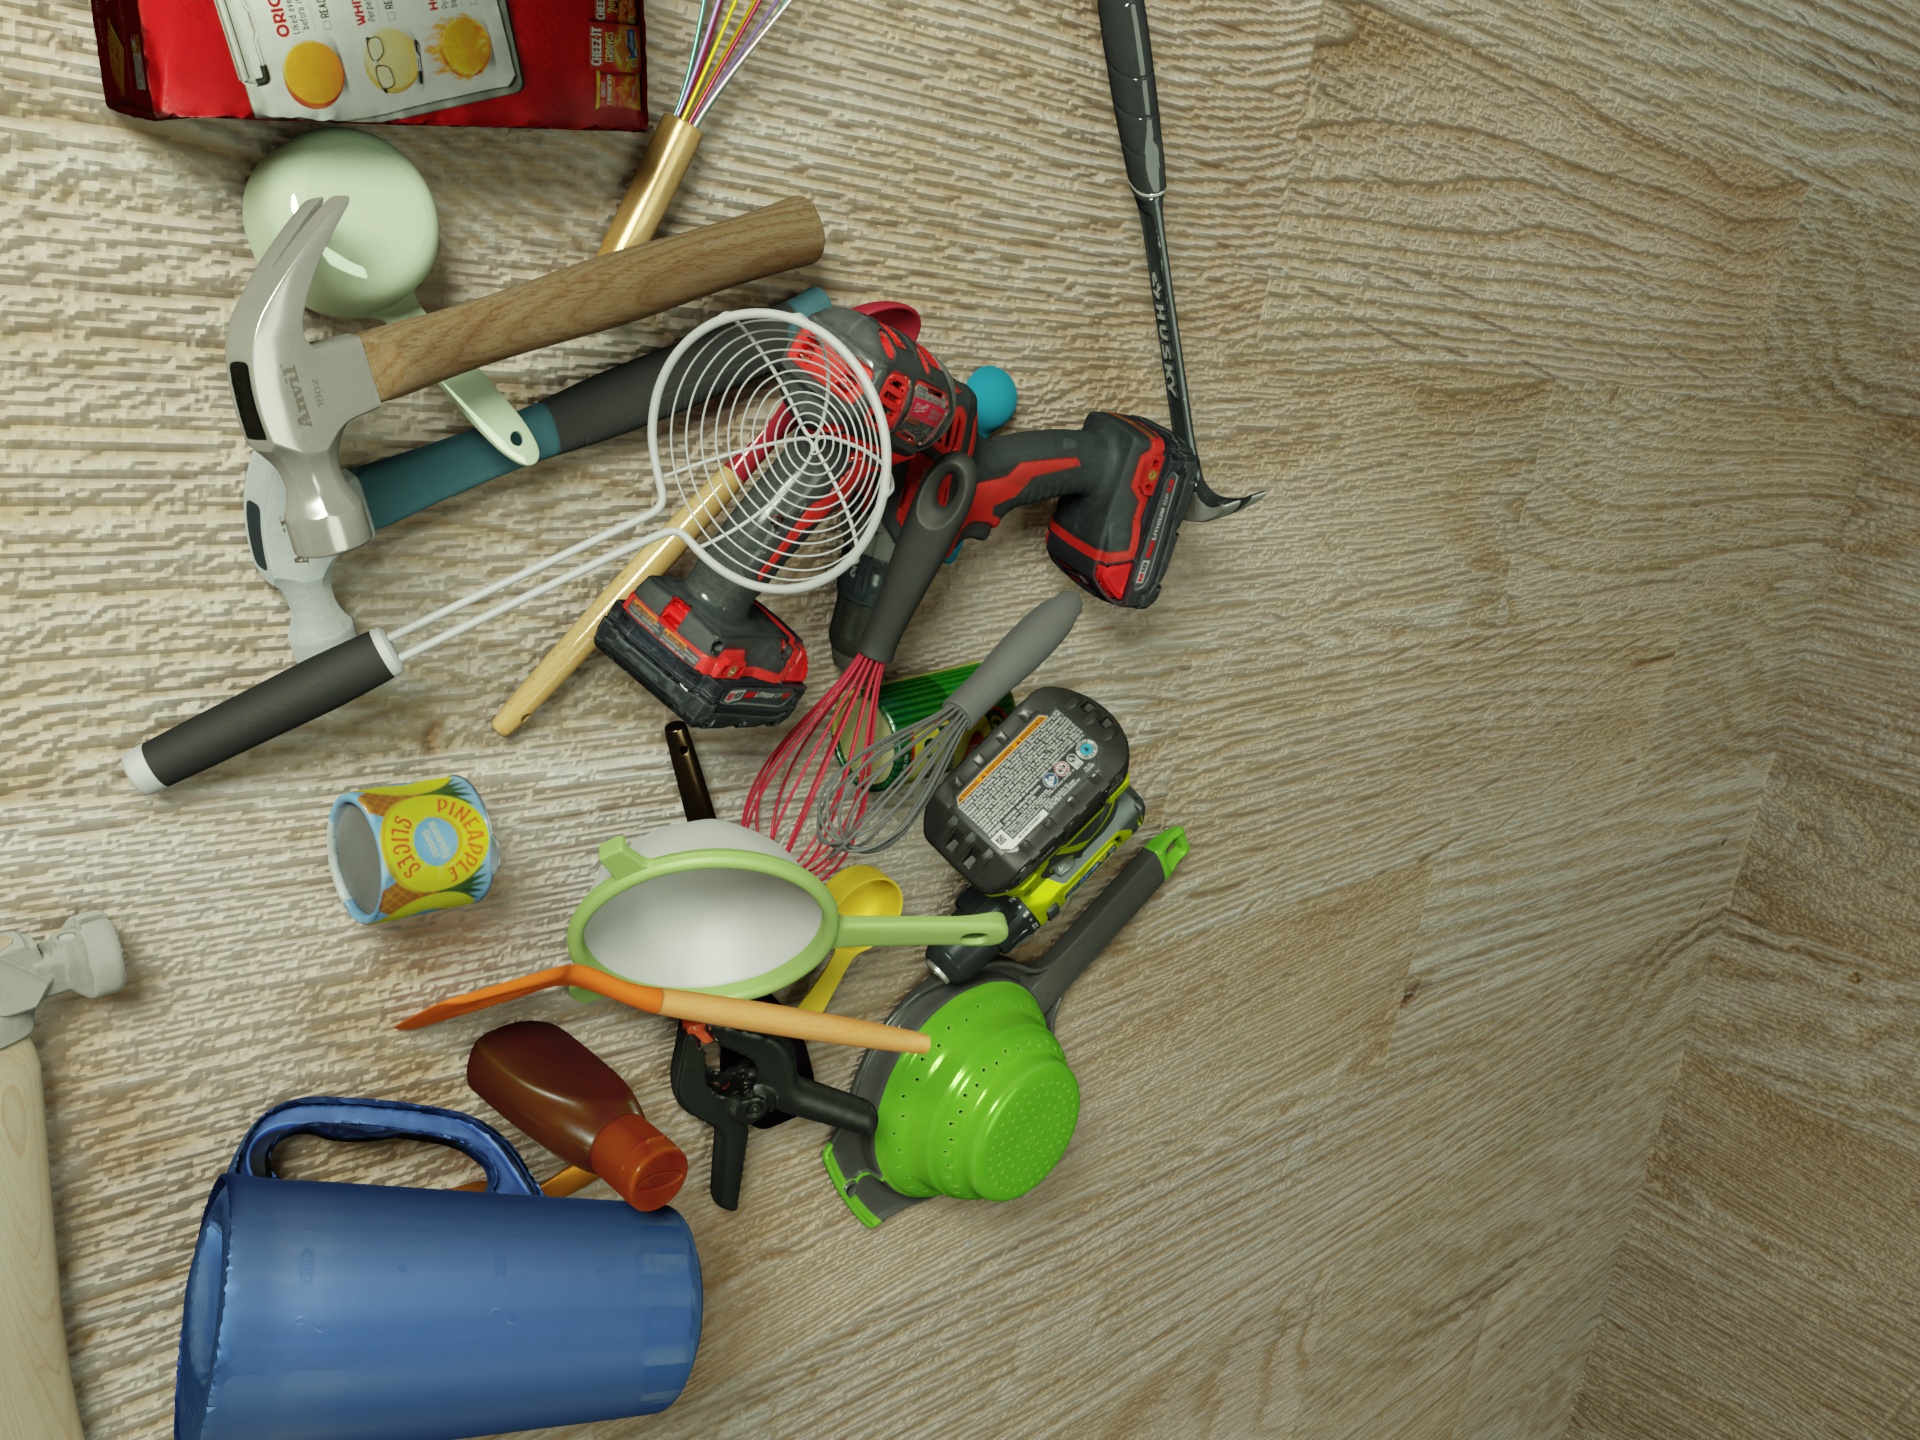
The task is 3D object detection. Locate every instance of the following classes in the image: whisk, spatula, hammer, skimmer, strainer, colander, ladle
[{"bbox_3d":[-0.128,-0.314,0.780,0.051,0.047,0.245,25,93,-34],"label":"whisk"},{"bbox_3d":[-0.152,0.173,0.907,0.322,0.081,0.041,17,62,-32],"label":"spatula"},{"bbox_3d":[0.120,-0.314,0.990,0.036,0.149,0.408,-20,116,-13],"label":"hammer"},{"bbox_3d":[-0.202,-0.060,0.698,0.363,0.090,0.127,-27,94,-8],"label":"skimmer"},{"bbox_3d":[-0.442,0.289,0.733,0.146,0.038,0.410,-16,119,-40],"label":"hammer"},{"bbox_3d":[-0.194,-0.149,0.793,0.331,0.033,0.128,-31,129,-33],"label":"hammer"},{"bbox_3d":[-0.098,0.100,0.923,0.256,0.069,0.151,3,138,-20],"label":"strainer"},{"bbox_3d":[-0.142,0.137,0.986,0.060,0.018,0.315,-19,122,-16],"label":"spatula"},{"bbox_3d":[-0.001,-0.002,0.930,0.239,0.055,0.055,-45,135,-29],"label":"whisk"},{"bbox_3d":[-0.057,-0.023,0.929,0.073,0.073,0.295,2,121,-47],"label":"whisk"},{"bbox_3d":[0.074,0.230,1.197,0.397,0.095,0.204,-44,134,-23],"label":"colander"},{"bbox_3d":[-0.177,-0.192,0.721,0.331,0.031,0.130,-36,126,-44],"label":"hammer"},{"bbox_3d":[-0.137,-0.111,0.847,0.315,0.031,0.069,-48,161,-6],"label":"ladle"}]

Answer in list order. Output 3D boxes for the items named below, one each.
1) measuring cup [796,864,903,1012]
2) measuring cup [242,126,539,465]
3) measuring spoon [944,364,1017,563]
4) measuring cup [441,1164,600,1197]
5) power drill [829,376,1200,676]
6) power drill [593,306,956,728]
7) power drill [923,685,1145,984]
[{"bbox_3d":[-0.093,0.163,1.053,0.062,0.029,0.156,21,104,-46],"label":"measuring cup"},{"bbox_3d":[-0.234,-0.180,0.693,0.167,0.038,0.083,52,55,-25],"label":"measuring cup"},{"bbox_3d":[0.012,-0.160,1.009,0.042,0.021,0.128,1,108,-47],"label":"measuring spoon"},{"bbox_3d":[-0.242,0.298,0.929,0.173,0.052,0.095,-28,126,-33],"label":"measuring cup"},{"bbox_3d":[0.024,-0.115,0.989,0.226,0.080,0.187,-1,117,-36],"label":"power drill"},{"bbox_3d":[-0.083,-0.105,0.831,0.219,0.078,0.143,-55,164,13],"label":"power drill"},{"bbox_3d":[0.042,0.085,1.064,0.190,0.080,0.228,-44,161,-11],"label":"power drill"}]
